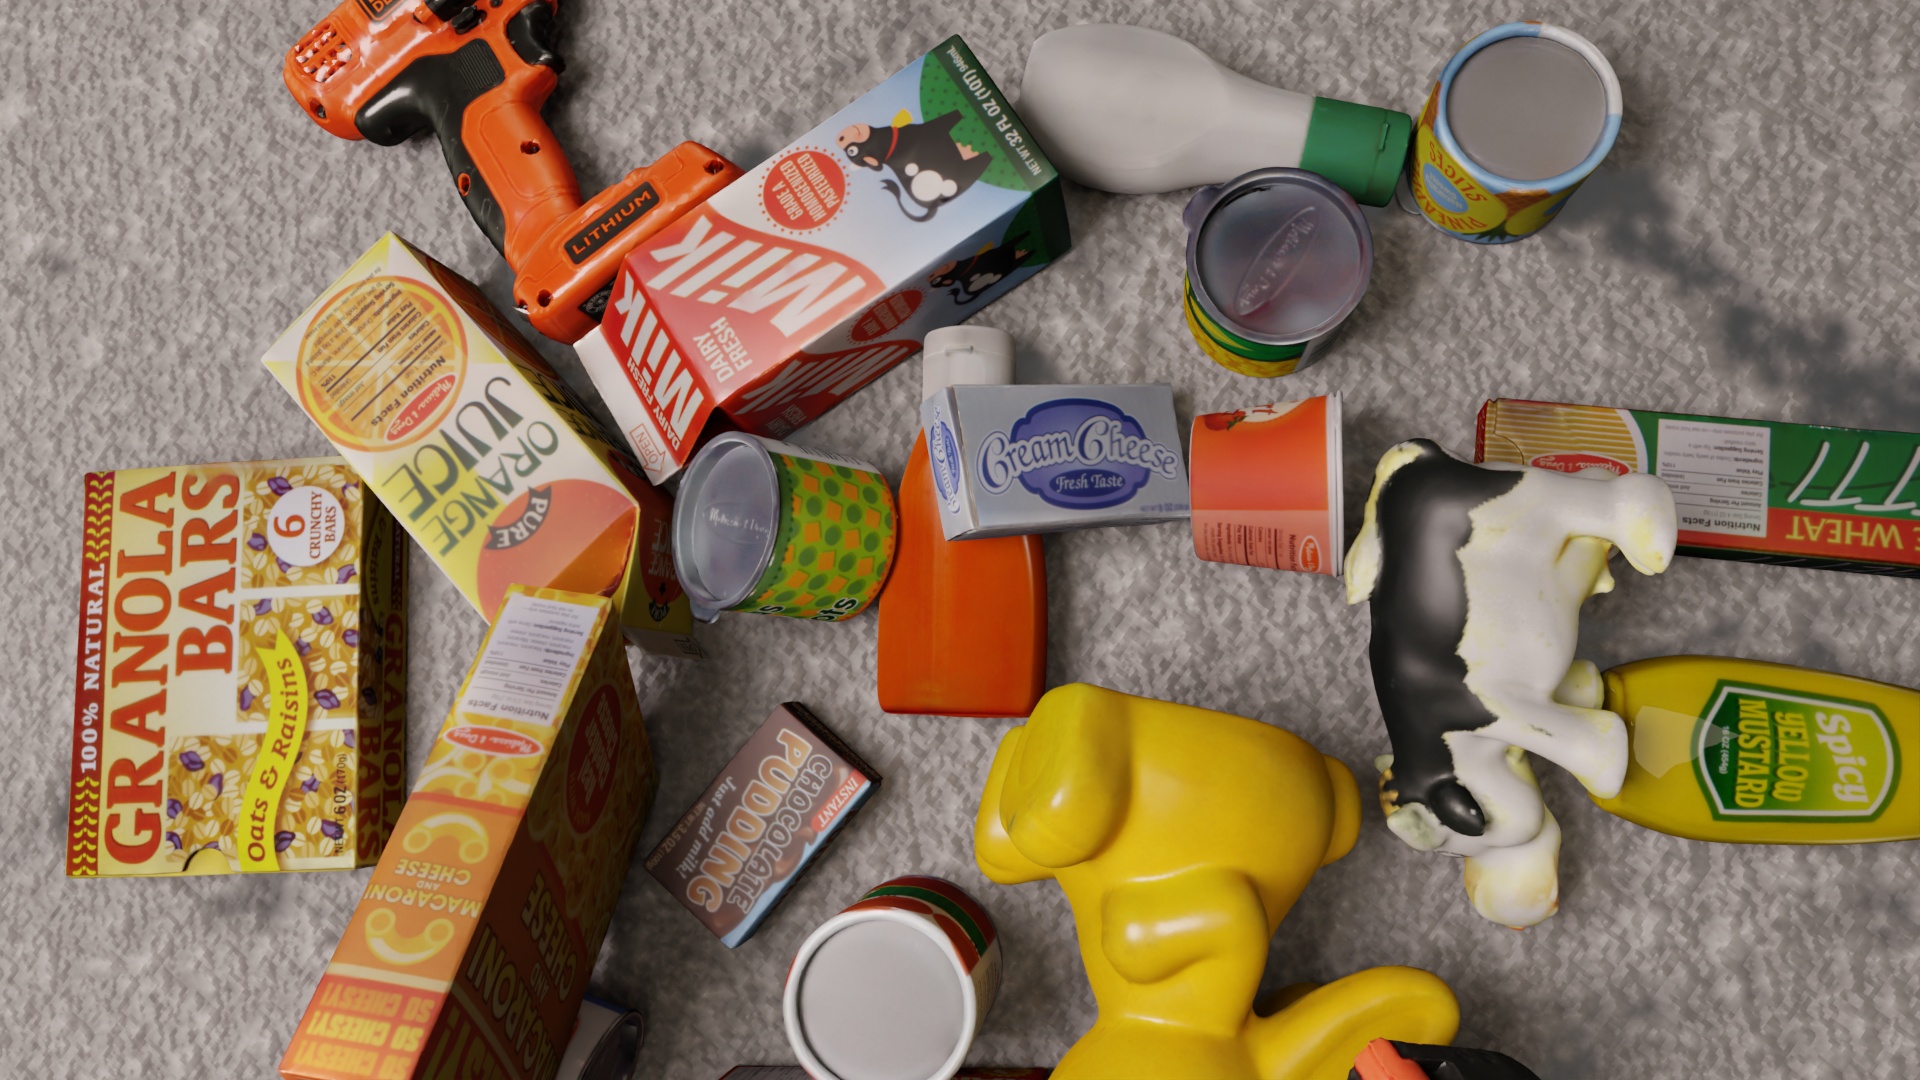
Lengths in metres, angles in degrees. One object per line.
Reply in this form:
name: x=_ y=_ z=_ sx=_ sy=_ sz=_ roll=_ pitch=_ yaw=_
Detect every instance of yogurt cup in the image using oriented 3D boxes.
yogurt cup: x=0.114 y=-0.020 z=0.514 sx=0.054 sy=0.072 sz=0.072 roll=-1 pitch=83 yaw=15

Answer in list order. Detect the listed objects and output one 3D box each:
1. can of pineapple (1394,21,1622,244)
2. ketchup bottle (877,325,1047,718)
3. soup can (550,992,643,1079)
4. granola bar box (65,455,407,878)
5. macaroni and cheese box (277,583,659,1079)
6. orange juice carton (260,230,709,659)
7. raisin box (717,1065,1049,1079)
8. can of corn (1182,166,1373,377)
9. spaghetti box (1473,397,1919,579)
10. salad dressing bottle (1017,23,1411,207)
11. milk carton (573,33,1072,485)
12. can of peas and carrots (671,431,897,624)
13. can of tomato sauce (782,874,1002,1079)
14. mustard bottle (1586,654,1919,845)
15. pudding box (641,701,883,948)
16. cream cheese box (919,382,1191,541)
can of pineapple: x=0.204 y=-0.150 z=0.522 sx=0.071 sy=0.058 sz=0.071 roll=-1 pitch=83 yaw=7
ketchup bottle: x=0.002 y=-0.007 z=0.535 sx=0.065 sy=0.043 sz=0.149 roll=0 pitch=82 yaw=14
soup can: x=-0.172 y=0.196 z=0.520 sx=0.084 sy=0.071 sz=0.071 roll=17 pitch=85 yaw=10
granola bar box: x=-0.293 y=0.051 z=0.566 sx=0.124 sy=0.039 sz=0.165 roll=-3 pitch=82 yaw=7
macaroni and cheese box: x=-0.149 y=0.117 z=0.460 sx=0.040 sy=0.123 sz=0.167 roll=8 pitch=50 yaw=4
orange juice carton: x=-0.173 y=-0.023 z=0.544 sx=0.073 sy=0.072 sz=0.193 roll=-44 pitch=80 yaw=0
raisin box: x=-0.028 y=0.239 z=0.509 sx=0.123 sy=0.040 sz=0.086 roll=-2 pitch=82 yaw=6
can of corn: x=0.116 y=-0.101 z=0.526 sx=0.071 sy=0.058 sz=0.071 roll=-1 pitch=83 yaw=7
spaghetti box: x=0.317 y=-0.015 z=0.505 sx=0.250 sy=0.028 sz=0.050 roll=6 pitch=83 yaw=8
salad dressing bottle: x=0.098 y=-0.162 z=0.544 sx=0.148 sy=0.044 sz=0.064 roll=13 pitch=83 yaw=7
milk carton: x=-0.056 y=-0.101 z=0.539 sx=0.190 sy=0.073 sz=0.072 roll=-33 pitch=77 yaw=2
can of peas and carrots: x=-0.066 y=-0.001 z=0.522 sx=0.071 sy=0.059 sz=0.071 roll=-10 pitch=76 yaw=45
can of tomato sauce: x=-0.024 y=0.158 z=0.496 sx=0.071 sy=0.083 sz=0.071 roll=-1 pitch=83 yaw=7
mustard bottle: x=0.307 y=0.075 z=0.484 sx=0.160 sy=0.049 sz=0.065 roll=3 pitch=86 yaw=8
pudding box: x=-0.075 y=0.109 z=0.536 sx=0.050 sy=0.030 sz=0.083 roll=41 pitch=89 yaw=9
cream cheese box: x=0.038 y=-0.030 z=0.514 sx=0.104 sy=0.024 sz=0.053 roll=-4 pitch=80 yaw=-32
